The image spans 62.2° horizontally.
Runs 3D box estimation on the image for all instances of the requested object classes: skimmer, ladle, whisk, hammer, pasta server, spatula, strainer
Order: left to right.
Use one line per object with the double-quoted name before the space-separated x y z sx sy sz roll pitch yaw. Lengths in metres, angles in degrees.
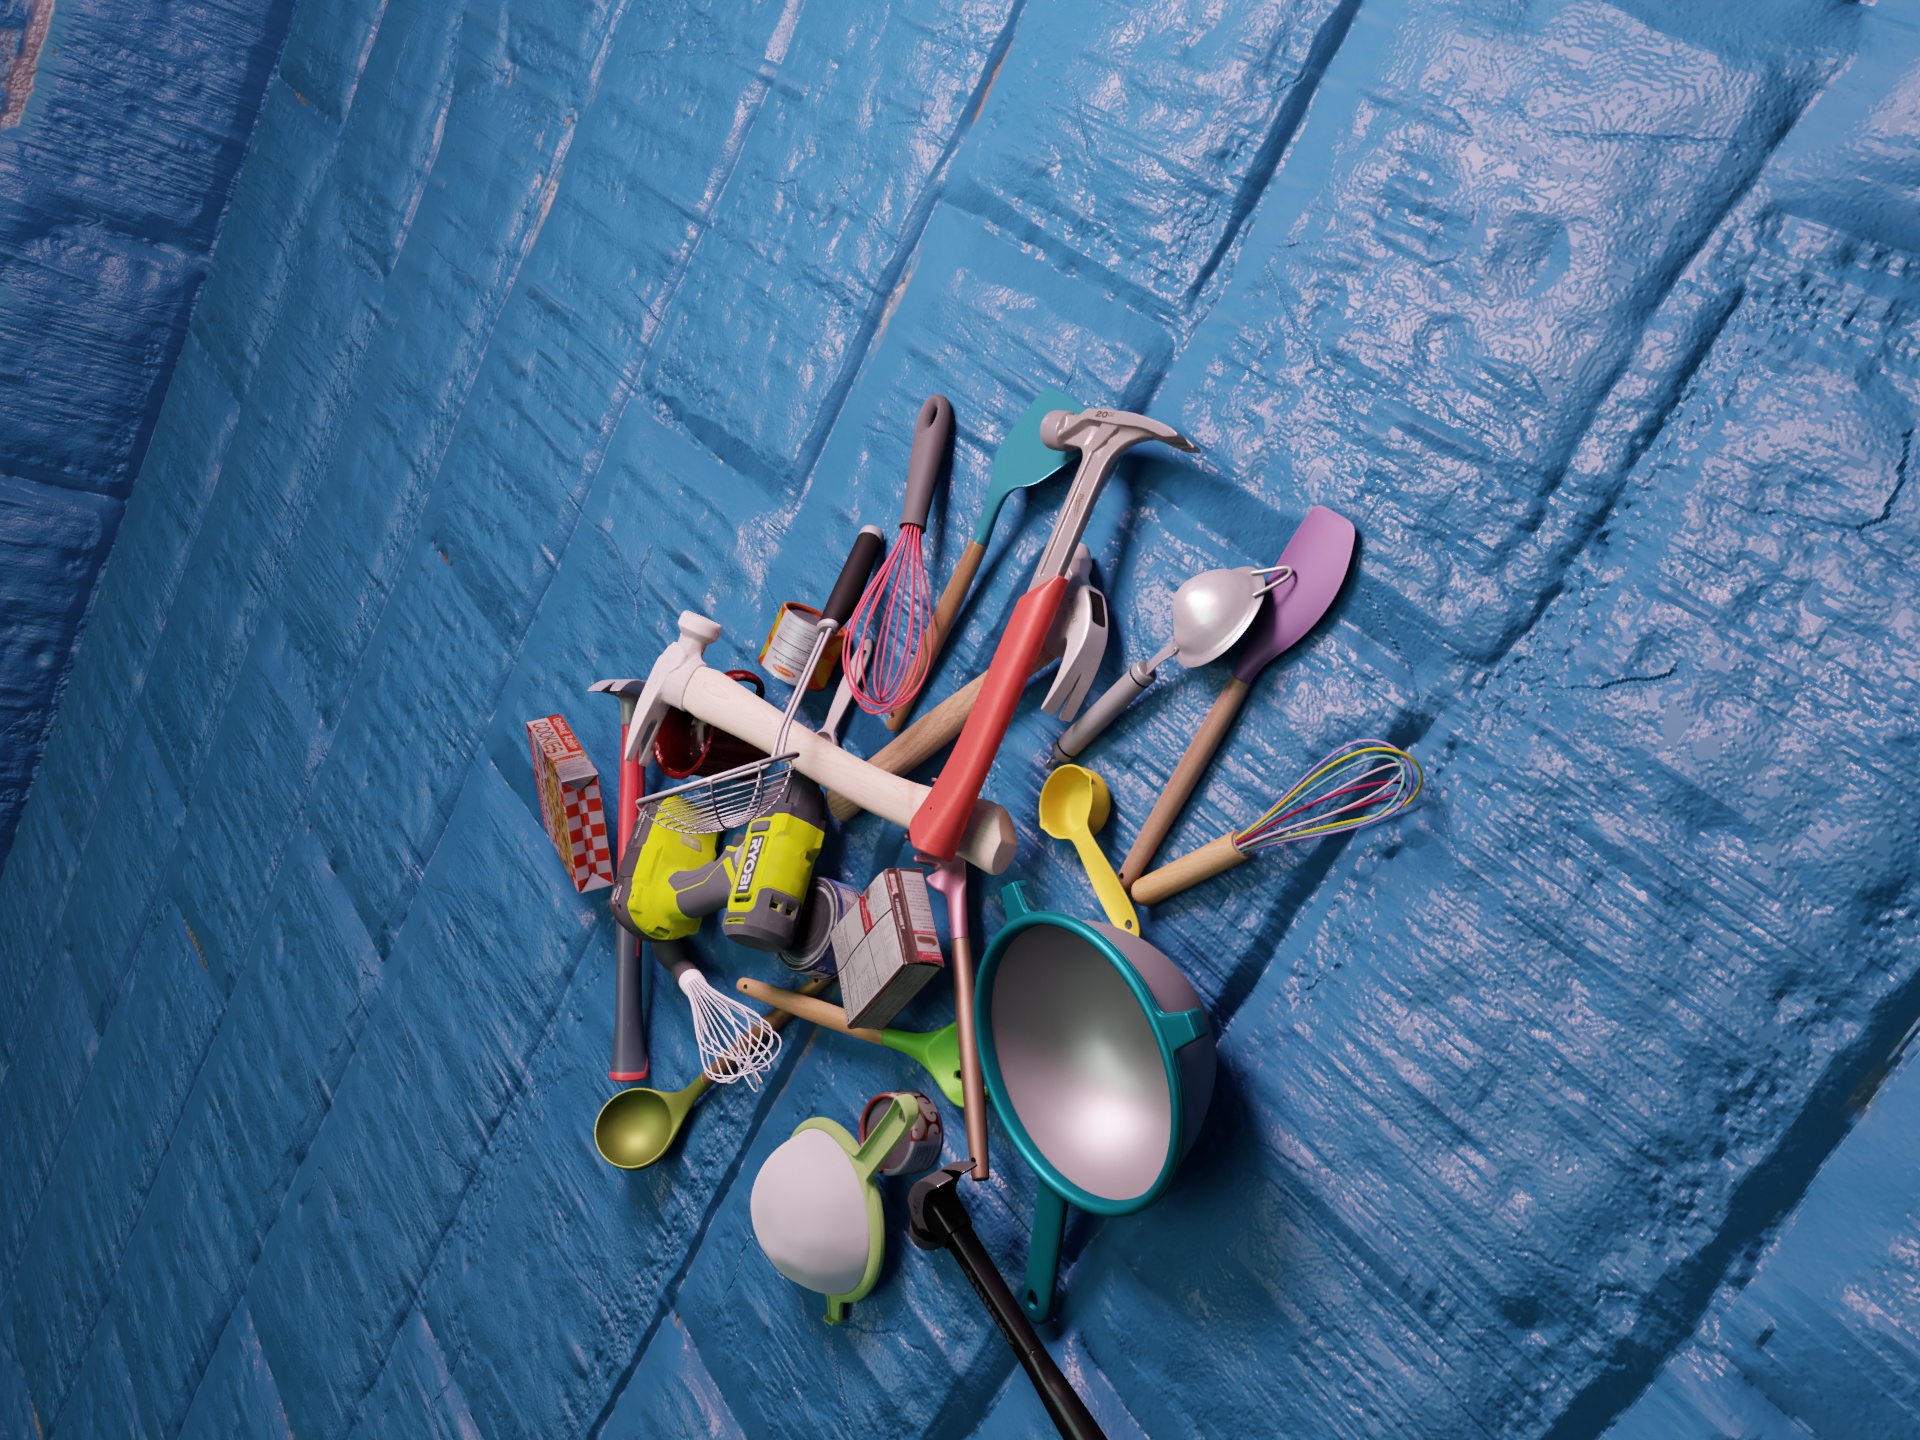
"hammer" -0.323 0.154 1.533 0.038 0.143 0.386 0 86 7
"whisk" -0.232 0.253 1.437 0.285 0.070 0.070 33 106 59
"ladle" -0.224 0.313 1.448 0.320 0.062 0.078 -43 54 27
"skimmer" -0.146 -0.050 1.291 0.127 0.090 0.364 -18 38 39
"hammer" -0.123 0.040 1.325 0.411 0.038 0.146 26 92 35
"strainer" -0.108 0.374 1.271 0.152 0.069 0.256 61 139 30
"whisk" -0.045 -0.144 1.333 0.073 0.073 0.296 -7 64 43
"pasta server" -0.003 0.196 1.239 0.060 0.040 0.316 -28 56 39
"hammer" -0.002 -0.004 1.295 0.331 0.031 0.130 -38 45 36
"spatula" 0.014 -0.123 1.319 0.082 0.044 0.317 45 118 37
"hammer" 0.054 -0.062 1.190 0.149 0.036 0.359 22 89 50
"hammer" 0.061 0.463 1.126 0.335 0.035 0.146 53 153 29
"strainer" 0.101 0.284 1.129 0.211 0.095 0.340 33 126 44
"strainer" 0.138 -0.039 1.165 0.258 0.050 0.087 -46 23 36
"spatula" 0.189 -0.006 1.130 0.060 0.018 0.316 46 113 46
"whisk" 0.210 0.080 1.082 0.245 0.047 0.051 -33 49 40

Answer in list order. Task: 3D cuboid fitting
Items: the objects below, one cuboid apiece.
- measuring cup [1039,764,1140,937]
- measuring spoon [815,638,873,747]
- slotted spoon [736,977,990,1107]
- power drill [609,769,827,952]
"measuring cup" 0.105 0.100 1.176 0.062 0.029 0.157 -48 49 30
"measuring spoon" -0.101 -0.014 1.418 0.034 0.018 0.124 28 95 44
"slotted spoon" -0.078 0.254 1.320 0.314 0.031 0.070 9 83 41
"power drill" -0.211 0.122 1.431 0.223 0.080 0.171 -10 57 45
